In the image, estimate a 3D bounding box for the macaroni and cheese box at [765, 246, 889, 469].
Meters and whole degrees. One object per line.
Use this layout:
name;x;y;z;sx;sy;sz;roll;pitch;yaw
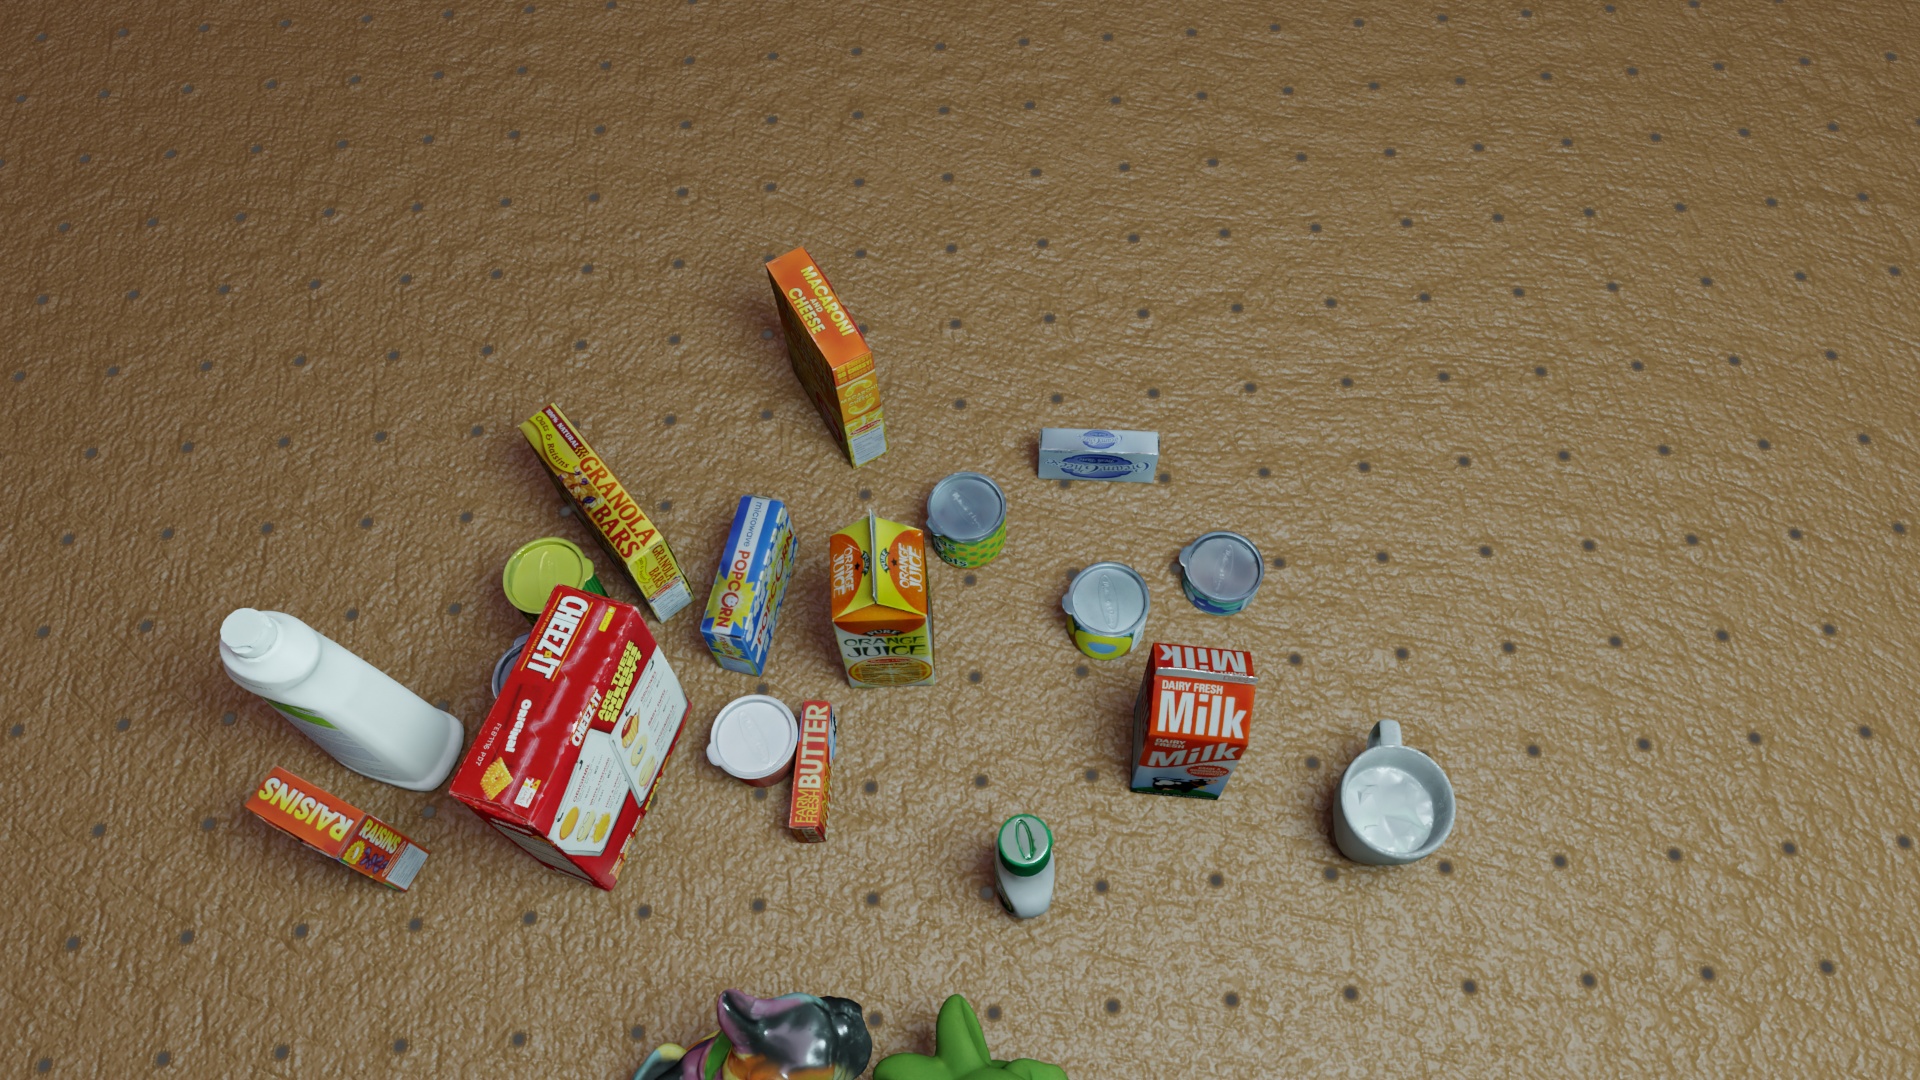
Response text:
macaroni and cheese box;-0.112;-0.154;1.195;0.040;0.165;0.124;-28;66;-11

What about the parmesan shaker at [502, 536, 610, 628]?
parmesan shaker;-0.322;0.049;1.136;0.071;0.102;0.071;-1;64;2

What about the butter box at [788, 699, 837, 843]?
butter box;-0.115;0.182;1.091;0.024;0.053;0.104;2;64;3

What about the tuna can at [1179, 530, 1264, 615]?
tuna can;0.217;0.027;1.169;0.071;0.032;0.071;-1;64;1

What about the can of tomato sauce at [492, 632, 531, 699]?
can of tomato sauce;-0.329;0.121;1.111;0.071;0.082;0.071;-1;64;2

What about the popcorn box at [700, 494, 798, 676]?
popcorn box;-0.172;0.037;1.147;0.038;0.085;0.127;10;65;7

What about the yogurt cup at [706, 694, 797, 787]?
yogurt cup;-0.160;0.162;1.102;0.072;0.053;0.072;-1;64;1

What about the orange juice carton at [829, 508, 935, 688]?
orange juice carton;-0.060;0.049;1.078;0.073;0.192;0.072;-3;64;0

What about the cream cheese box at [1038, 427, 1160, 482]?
cream cheese box;0.120;-0.074;1.211;0.104;0.053;0.024;2;64;3

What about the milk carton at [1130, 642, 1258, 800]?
milk carton;0.171;0.131;1.032;0.072;0.189;0.074;5;64;4

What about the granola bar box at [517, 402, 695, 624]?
granola bar box;-0.293;-0.022;1.158;0.039;0.123;0.166;-37;68;-15

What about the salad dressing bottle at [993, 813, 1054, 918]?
salad dressing bottle;0.046;0.234;1.008;0.044;0.147;0.064;-11;64;-3

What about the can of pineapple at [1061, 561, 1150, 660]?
can of pineapple;0.119;0.058;1.143;0.071;0.057;0.071;-1;64;1

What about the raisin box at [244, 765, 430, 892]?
raisin box;-0.466;0.219;1.044;0.086;0.123;0.040;24;67;13

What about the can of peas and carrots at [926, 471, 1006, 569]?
can of peas and carrots;0.004;-0.015;1.182;0.071;0.058;0.071;-1;64;1
